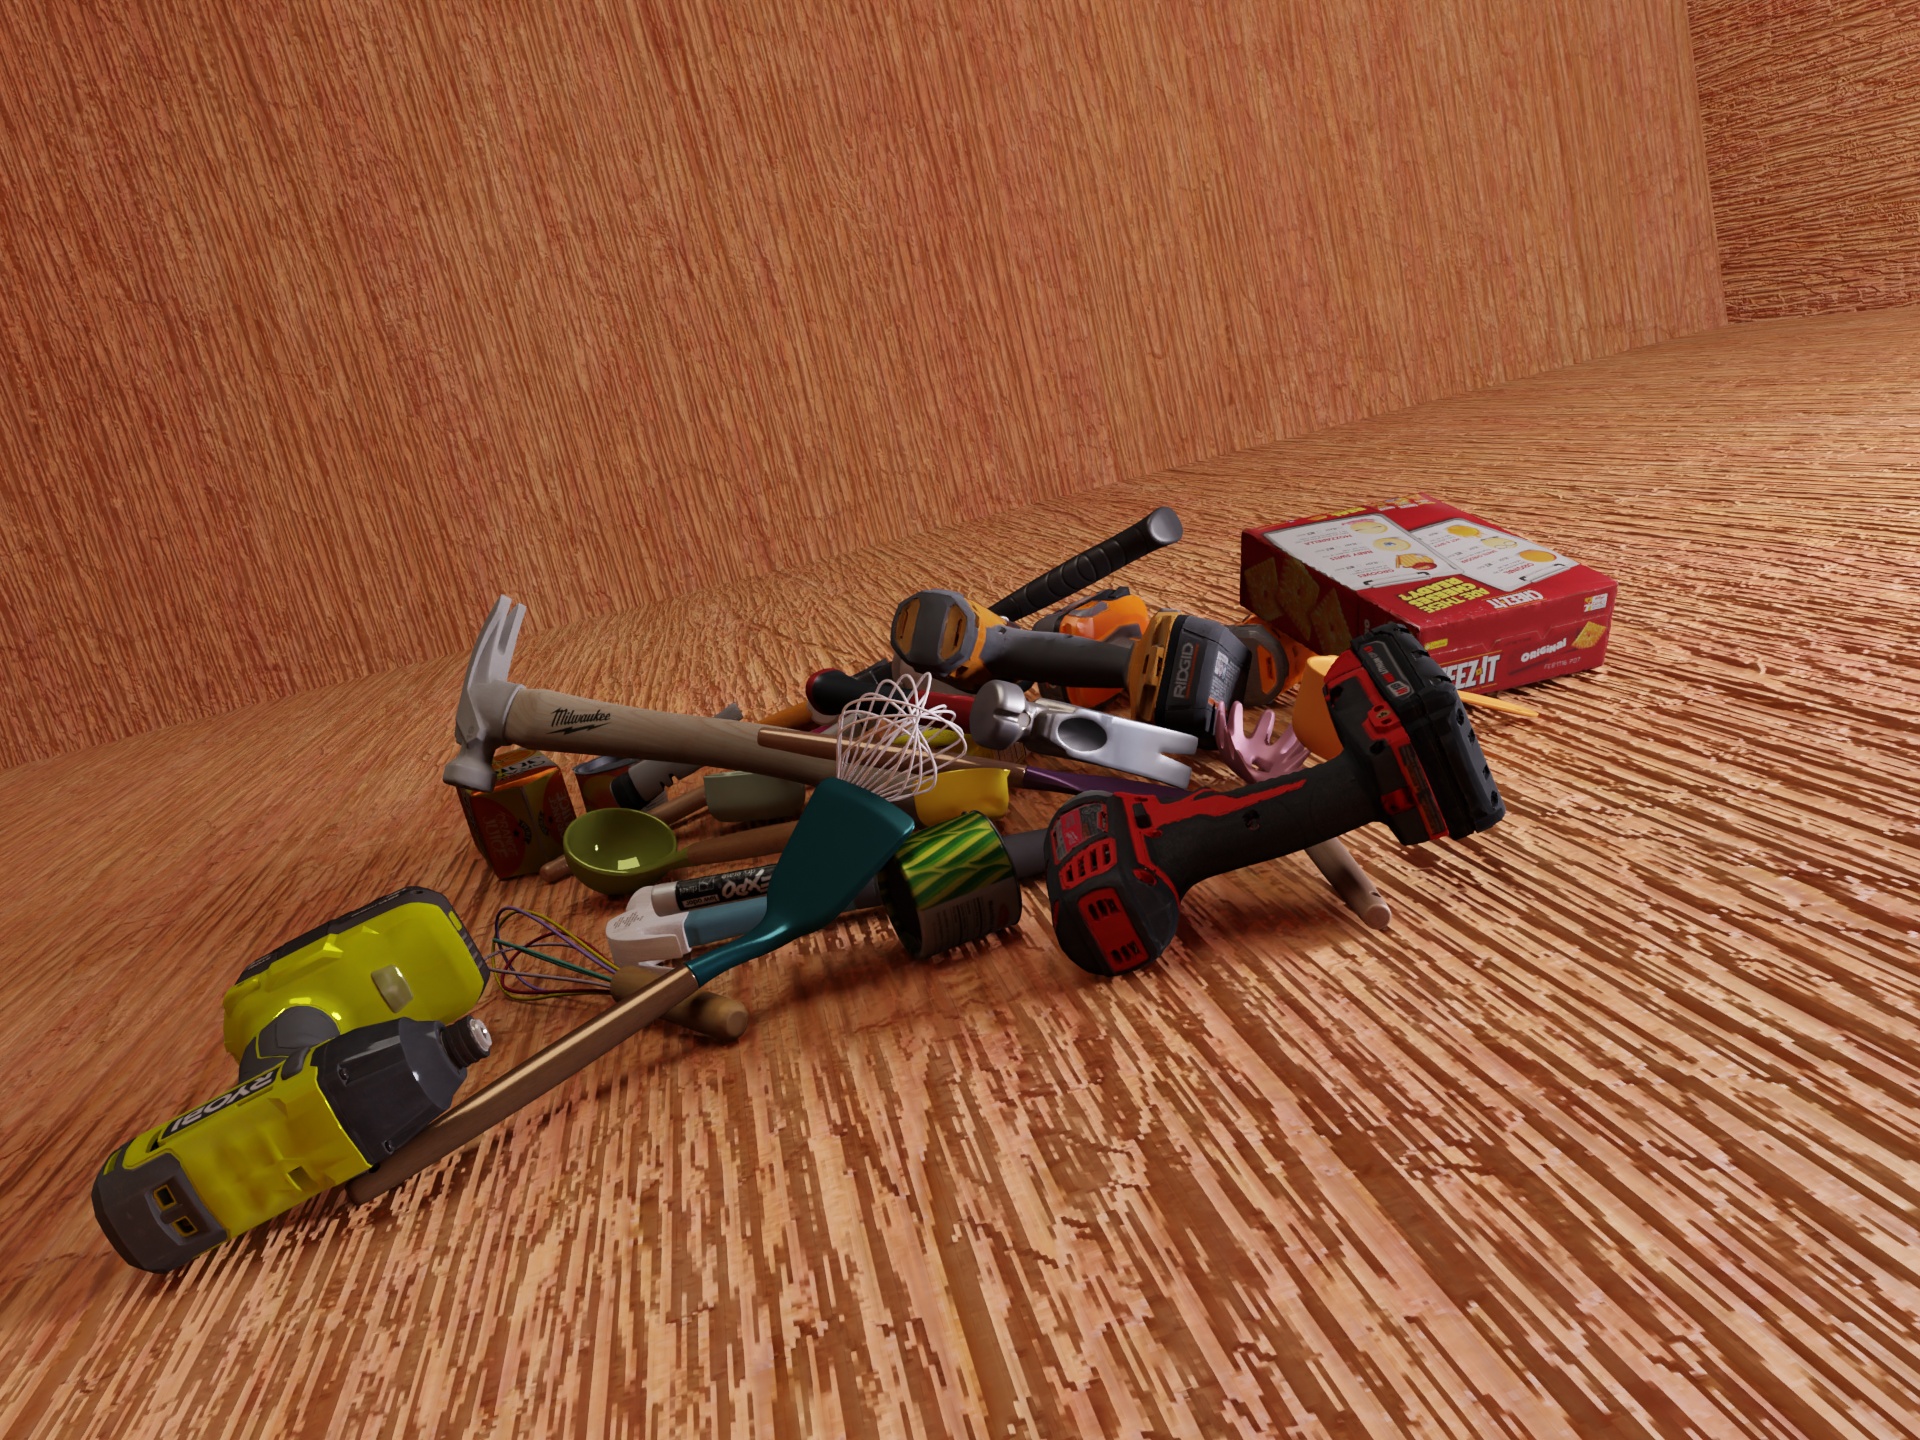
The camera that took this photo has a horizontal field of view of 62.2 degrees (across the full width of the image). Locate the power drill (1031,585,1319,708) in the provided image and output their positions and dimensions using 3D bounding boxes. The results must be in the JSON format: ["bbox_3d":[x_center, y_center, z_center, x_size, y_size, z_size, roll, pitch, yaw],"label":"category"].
[{"bbox_3d":[0.190,-0.064,1.288,0.226,0.084,0.164,1,19,37],"label":"power drill"}]

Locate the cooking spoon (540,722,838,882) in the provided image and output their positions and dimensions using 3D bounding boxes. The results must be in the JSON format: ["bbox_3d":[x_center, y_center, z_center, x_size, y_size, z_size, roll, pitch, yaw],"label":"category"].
[{"bbox_3d":[-0.204,0.059,1.285,0.319,0.017,0.069,-29,-1,-42],"label":"cooking spoon"}]

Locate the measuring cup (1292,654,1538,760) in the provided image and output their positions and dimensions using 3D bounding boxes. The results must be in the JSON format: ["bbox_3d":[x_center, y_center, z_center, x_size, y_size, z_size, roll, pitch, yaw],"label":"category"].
[{"bbox_3d":[0.281,0.005,0.975,0.173,0.052,0.095,8,17,-26],"label":"measuring cup"}]

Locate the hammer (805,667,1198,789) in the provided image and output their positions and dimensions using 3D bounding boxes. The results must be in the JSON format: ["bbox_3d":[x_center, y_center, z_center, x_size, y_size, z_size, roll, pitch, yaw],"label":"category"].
[{"bbox_3d":[-0.002,-0.003,1.066,0.143,0.038,0.386,14,-2,-26],"label":"hammer"}]

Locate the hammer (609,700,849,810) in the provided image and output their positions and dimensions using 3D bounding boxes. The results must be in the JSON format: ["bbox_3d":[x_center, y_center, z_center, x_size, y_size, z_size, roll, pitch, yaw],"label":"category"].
[{"bbox_3d":[-0.160,0.006,1.345,0.127,0.034,0.337,-30,-1,21],"label":"hammer"}]

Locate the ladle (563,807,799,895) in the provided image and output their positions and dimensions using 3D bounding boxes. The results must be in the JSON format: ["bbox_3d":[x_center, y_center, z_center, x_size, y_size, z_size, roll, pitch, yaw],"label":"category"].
[{"bbox_3d":[-0.157,0.070,1.008,0.078,0.062,0.320,-17,2,-40],"label":"ladle"}]

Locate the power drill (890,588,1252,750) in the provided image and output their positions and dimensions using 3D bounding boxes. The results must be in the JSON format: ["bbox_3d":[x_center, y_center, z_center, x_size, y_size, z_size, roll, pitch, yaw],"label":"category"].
[{"bbox_3d":[0.085,-0.036,1.119,0.226,0.084,0.185,10,-4,22],"label":"power drill"}]

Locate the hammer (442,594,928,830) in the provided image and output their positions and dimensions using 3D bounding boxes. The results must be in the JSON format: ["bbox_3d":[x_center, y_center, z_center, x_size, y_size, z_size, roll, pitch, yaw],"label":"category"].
[{"bbox_3d":[-0.178,0.006,1.117,0.411,0.146,0.038,9,-9,21],"label":"hammer"}]

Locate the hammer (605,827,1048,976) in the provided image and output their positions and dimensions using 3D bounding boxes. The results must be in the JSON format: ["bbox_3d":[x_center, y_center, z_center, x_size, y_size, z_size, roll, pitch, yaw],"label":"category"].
[{"bbox_3d":[-0.049,0.097,0.937,0.331,0.033,0.128,-13,12,3],"label":"hammer"}]

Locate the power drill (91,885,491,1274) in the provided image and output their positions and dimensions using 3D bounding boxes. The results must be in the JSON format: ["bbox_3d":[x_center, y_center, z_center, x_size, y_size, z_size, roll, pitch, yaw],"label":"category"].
[{"bbox_3d":[-0.305,0.163,0.783,0.171,0.080,0.223,-27,15,-6],"label":"power drill"}]

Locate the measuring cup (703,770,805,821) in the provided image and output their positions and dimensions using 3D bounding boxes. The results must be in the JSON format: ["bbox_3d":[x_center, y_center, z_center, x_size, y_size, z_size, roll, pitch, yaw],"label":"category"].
[{"bbox_3d":[-0.121,0.054,1.227,0.167,0.038,0.083,-3,-1,-44],"label":"measuring cup"}]

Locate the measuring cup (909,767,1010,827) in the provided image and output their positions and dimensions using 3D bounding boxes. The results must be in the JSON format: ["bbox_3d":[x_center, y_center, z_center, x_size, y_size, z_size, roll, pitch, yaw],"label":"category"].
[{"bbox_3d":[0.010,0.058,0.990,0.062,0.029,0.156,-10,-15,9],"label":"measuring cup"}]

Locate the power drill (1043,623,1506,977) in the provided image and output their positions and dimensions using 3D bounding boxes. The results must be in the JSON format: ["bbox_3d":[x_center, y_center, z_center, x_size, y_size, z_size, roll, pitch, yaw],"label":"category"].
[{"bbox_3d":[0.144,0.040,0.803,0.219,0.078,0.143,-25,19,9],"label":"power drill"}]

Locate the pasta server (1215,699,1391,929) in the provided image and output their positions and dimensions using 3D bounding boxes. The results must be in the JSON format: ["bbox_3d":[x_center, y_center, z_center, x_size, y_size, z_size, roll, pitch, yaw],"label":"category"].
[{"bbox_3d":[0.191,0.047,0.892,0.060,0.040,0.316,14,13,-5],"label":"pasta server"}]

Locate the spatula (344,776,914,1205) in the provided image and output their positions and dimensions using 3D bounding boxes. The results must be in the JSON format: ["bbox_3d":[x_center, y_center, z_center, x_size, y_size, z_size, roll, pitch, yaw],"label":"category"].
[{"bbox_3d":[-0.159,0.132,0.786,0.317,0.044,0.082,-32,36,-29],"label":"spatula"}]

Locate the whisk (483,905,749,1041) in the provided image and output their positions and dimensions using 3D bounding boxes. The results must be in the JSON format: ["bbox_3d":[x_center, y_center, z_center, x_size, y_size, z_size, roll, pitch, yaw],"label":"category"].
[{"bbox_3d":[-0.197,0.147,0.883,0.245,0.051,0.047,6,58,45],"label":"whisk"}]

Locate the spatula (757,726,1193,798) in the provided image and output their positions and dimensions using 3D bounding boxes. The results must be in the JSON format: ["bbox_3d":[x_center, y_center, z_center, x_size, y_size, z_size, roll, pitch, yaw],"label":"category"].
[{"bbox_3d":[0.018,0.032,1.010,0.316,0.018,0.060,8,9,16],"label":"spatula"}]

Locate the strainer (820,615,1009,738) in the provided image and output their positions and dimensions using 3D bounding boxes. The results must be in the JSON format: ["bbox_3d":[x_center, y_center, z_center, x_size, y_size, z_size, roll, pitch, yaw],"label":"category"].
[{"bbox_3d":[-0.068,-0.004,1.267,0.258,0.086,0.050,-32,19,6],"label":"strainer"}]

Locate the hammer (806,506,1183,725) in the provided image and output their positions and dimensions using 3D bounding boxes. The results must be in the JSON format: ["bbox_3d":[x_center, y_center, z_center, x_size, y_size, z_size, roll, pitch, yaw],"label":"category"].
[{"bbox_3d":[0.033,-0.088,1.331,0.335,0.035,0.146,-27,1,18],"label":"hammer"}]

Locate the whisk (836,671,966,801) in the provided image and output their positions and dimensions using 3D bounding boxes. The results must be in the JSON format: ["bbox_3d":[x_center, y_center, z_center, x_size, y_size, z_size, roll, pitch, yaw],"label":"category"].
[{"bbox_3d":[-0.062,0.043,0.953,0.070,0.070,0.284,-19,-13,-24],"label":"whisk"}]
